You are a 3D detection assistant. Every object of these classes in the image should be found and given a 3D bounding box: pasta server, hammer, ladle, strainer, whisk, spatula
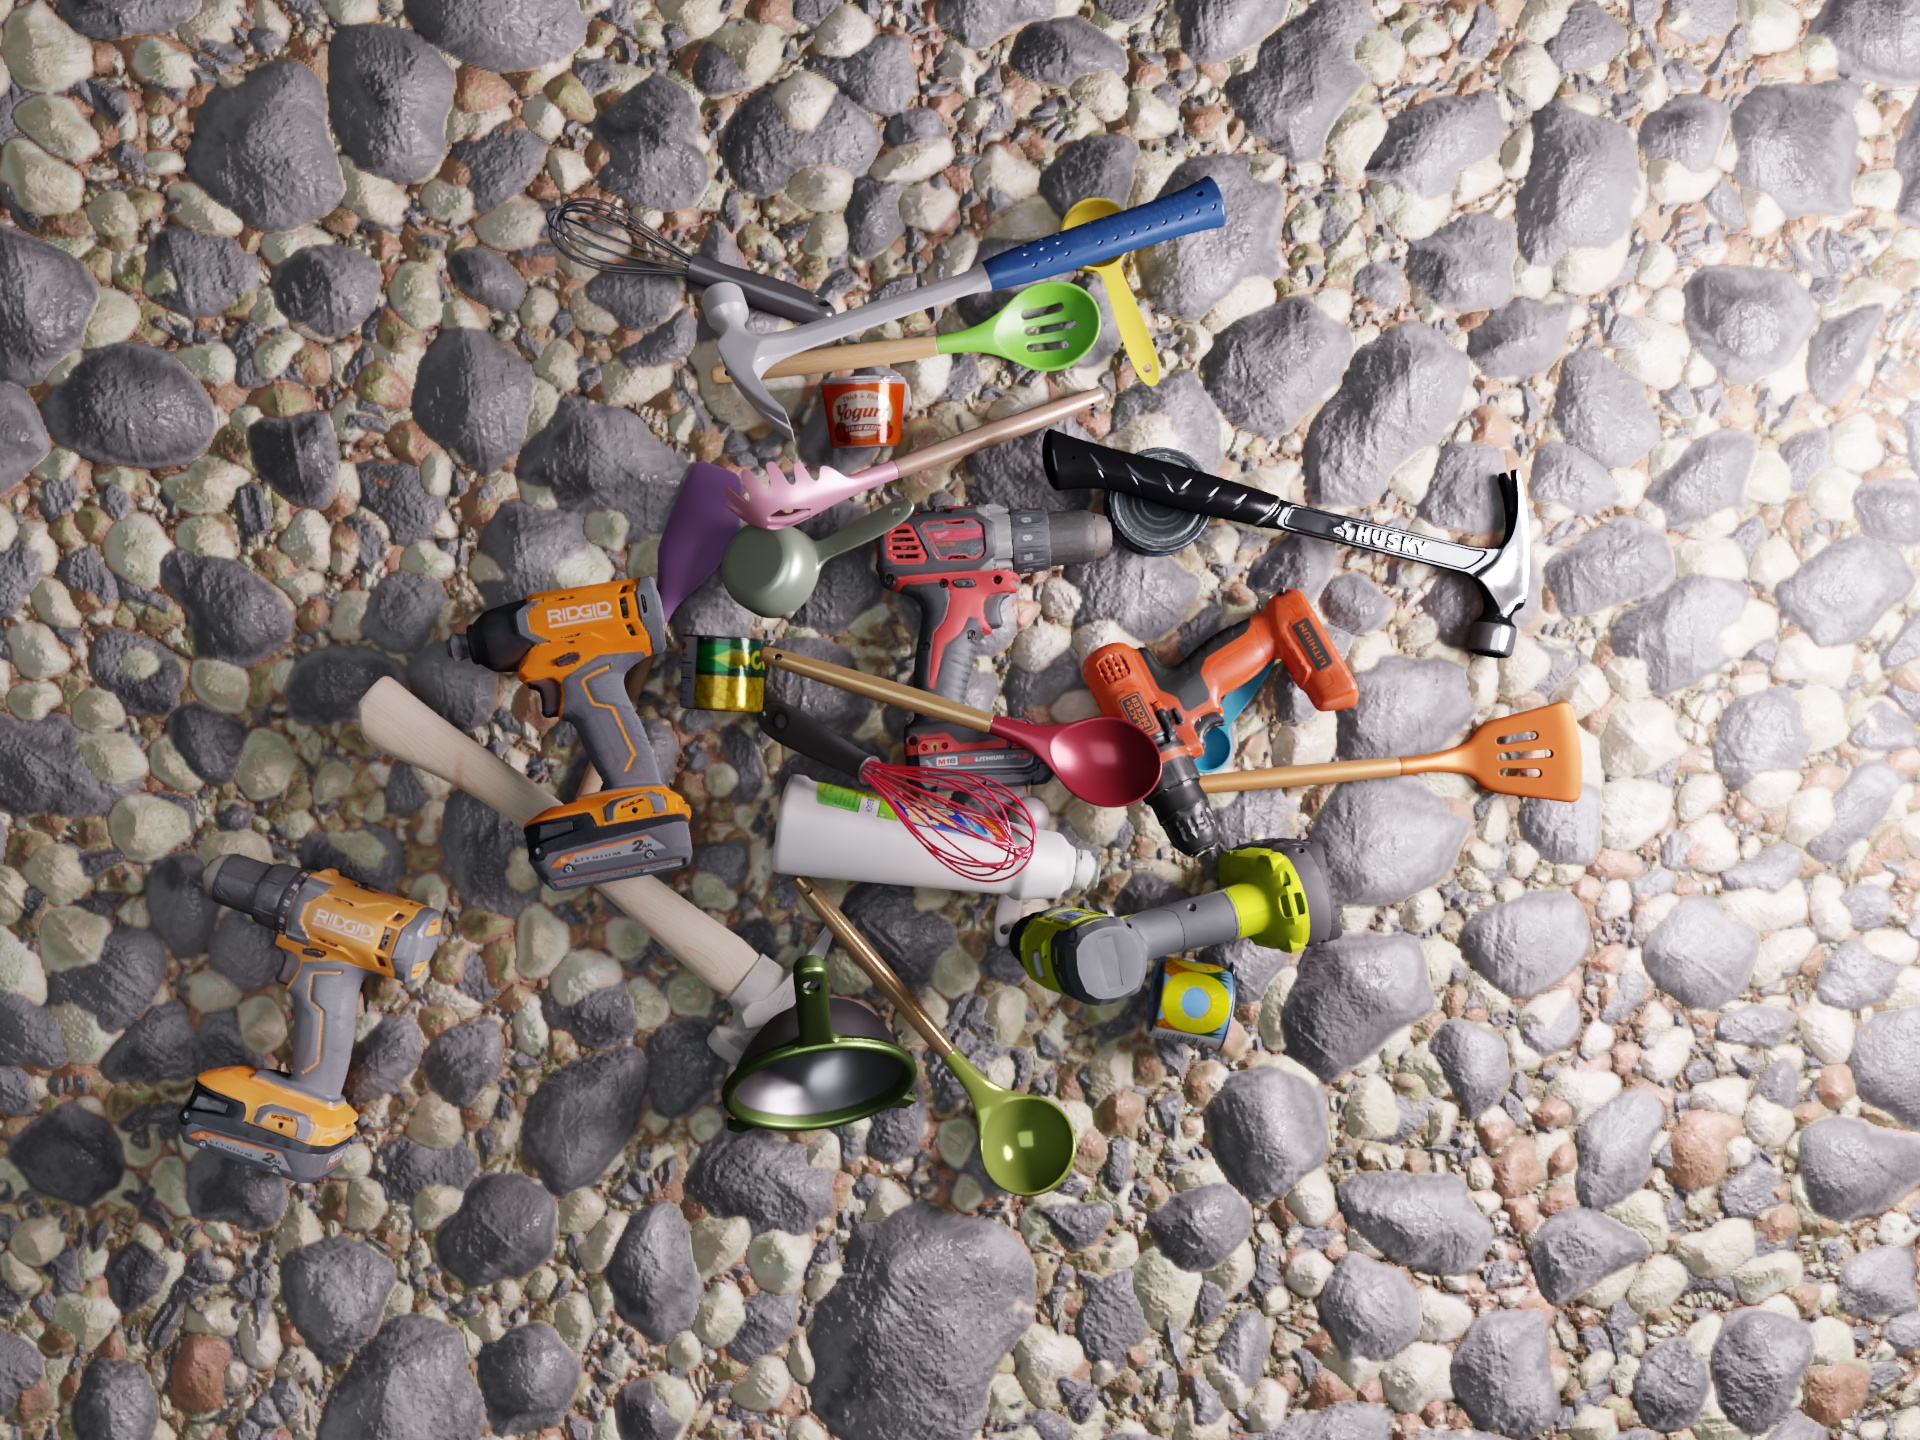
[{"bbox_3d":[-0.030,-0.211,1.242,0.316,0.060,0.040,-22,71,-15],"label":"pasta server"},{"bbox_3d":[0.012,-0.333,1.223,0.405,0.035,0.144,-19,64,-4],"label":"hammer"},{"bbox_3d":[-0.002,-0.004,1.201,0.315,0.031,0.069,17,80,3],"label":"ladle"},{"bbox_3d":[-0.111,0.227,1.199,0.151,0.256,0.069,-7,52,-7],"label":"strainer"},{"bbox_3d":[-0.055,0.044,1.194,0.296,0.073,0.073,26,91,38],"label":"whisk"},{"bbox_3d":[-0.250,-0.056,1.277,0.060,0.018,0.316,23,90,13],"label":"spatula"},{"bbox_3d":[-0.213,-0.359,1.261,0.239,0.055,0.055,18,91,-5],"label":"whisk"},{"bbox_3d":[-0.290,0.095,1.255,0.410,0.038,0.146,38,89,-6],"label":"hammer"},{"bbox_3d":[0.260,-0.165,1.248,0.409,0.036,0.149,13,88,-9],"label":"hammer"},{"bbox_3d":[0.330,0.039,1.275,0.322,0.041,0.081,-6,92,0],"label":"spatula"},{"bbox_3d":[-0.024,0.244,1.250,0.078,0.062,0.320,-41,97,-9],"label":"ladle"}]

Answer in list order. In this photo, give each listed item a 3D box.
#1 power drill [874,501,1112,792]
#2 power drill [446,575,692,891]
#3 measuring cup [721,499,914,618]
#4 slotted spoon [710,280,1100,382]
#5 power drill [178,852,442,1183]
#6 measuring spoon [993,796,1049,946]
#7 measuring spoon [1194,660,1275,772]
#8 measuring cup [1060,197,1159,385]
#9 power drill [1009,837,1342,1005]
[{"bbox_3d":[0.032,-0.061,1.255,0.188,0.080,0.227,-4,88,-1],"label":"power drill"},{"bbox_3d":[-0.294,0.009,1.207,0.164,0.084,0.227,-10,78,-11],"label":"power drill"},{"bbox_3d":[-0.114,-0.138,1.236,0.167,0.038,0.083,-23,69,22],"label":"measuring cup"},{"bbox_3d":[-0.045,-0.299,1.273,0.314,0.031,0.070,-8,97,1],"label":"slotted spoon"},{"bbox_3d":[-0.533,0.224,1.250,0.185,0.084,0.226,20,86,0],"label":"power drill"},{"bbox_3d":[0.046,0.123,1.283,0.034,0.018,0.124,12,91,-1],"label":"measuring spoon"},{"bbox_3d":[0.221,-0.012,1.288,0.042,0.021,0.128,32,81,13],"label":"measuring spoon"},{"bbox_3d":[0.125,-0.340,1.276,0.062,0.029,0.156,-21,93,0],"label":"measuring cup"},{"bbox_3d":[0.155,0.155,1.219,0.228,0.190,0.080,-13,91,-15],"label":"power drill"}]
